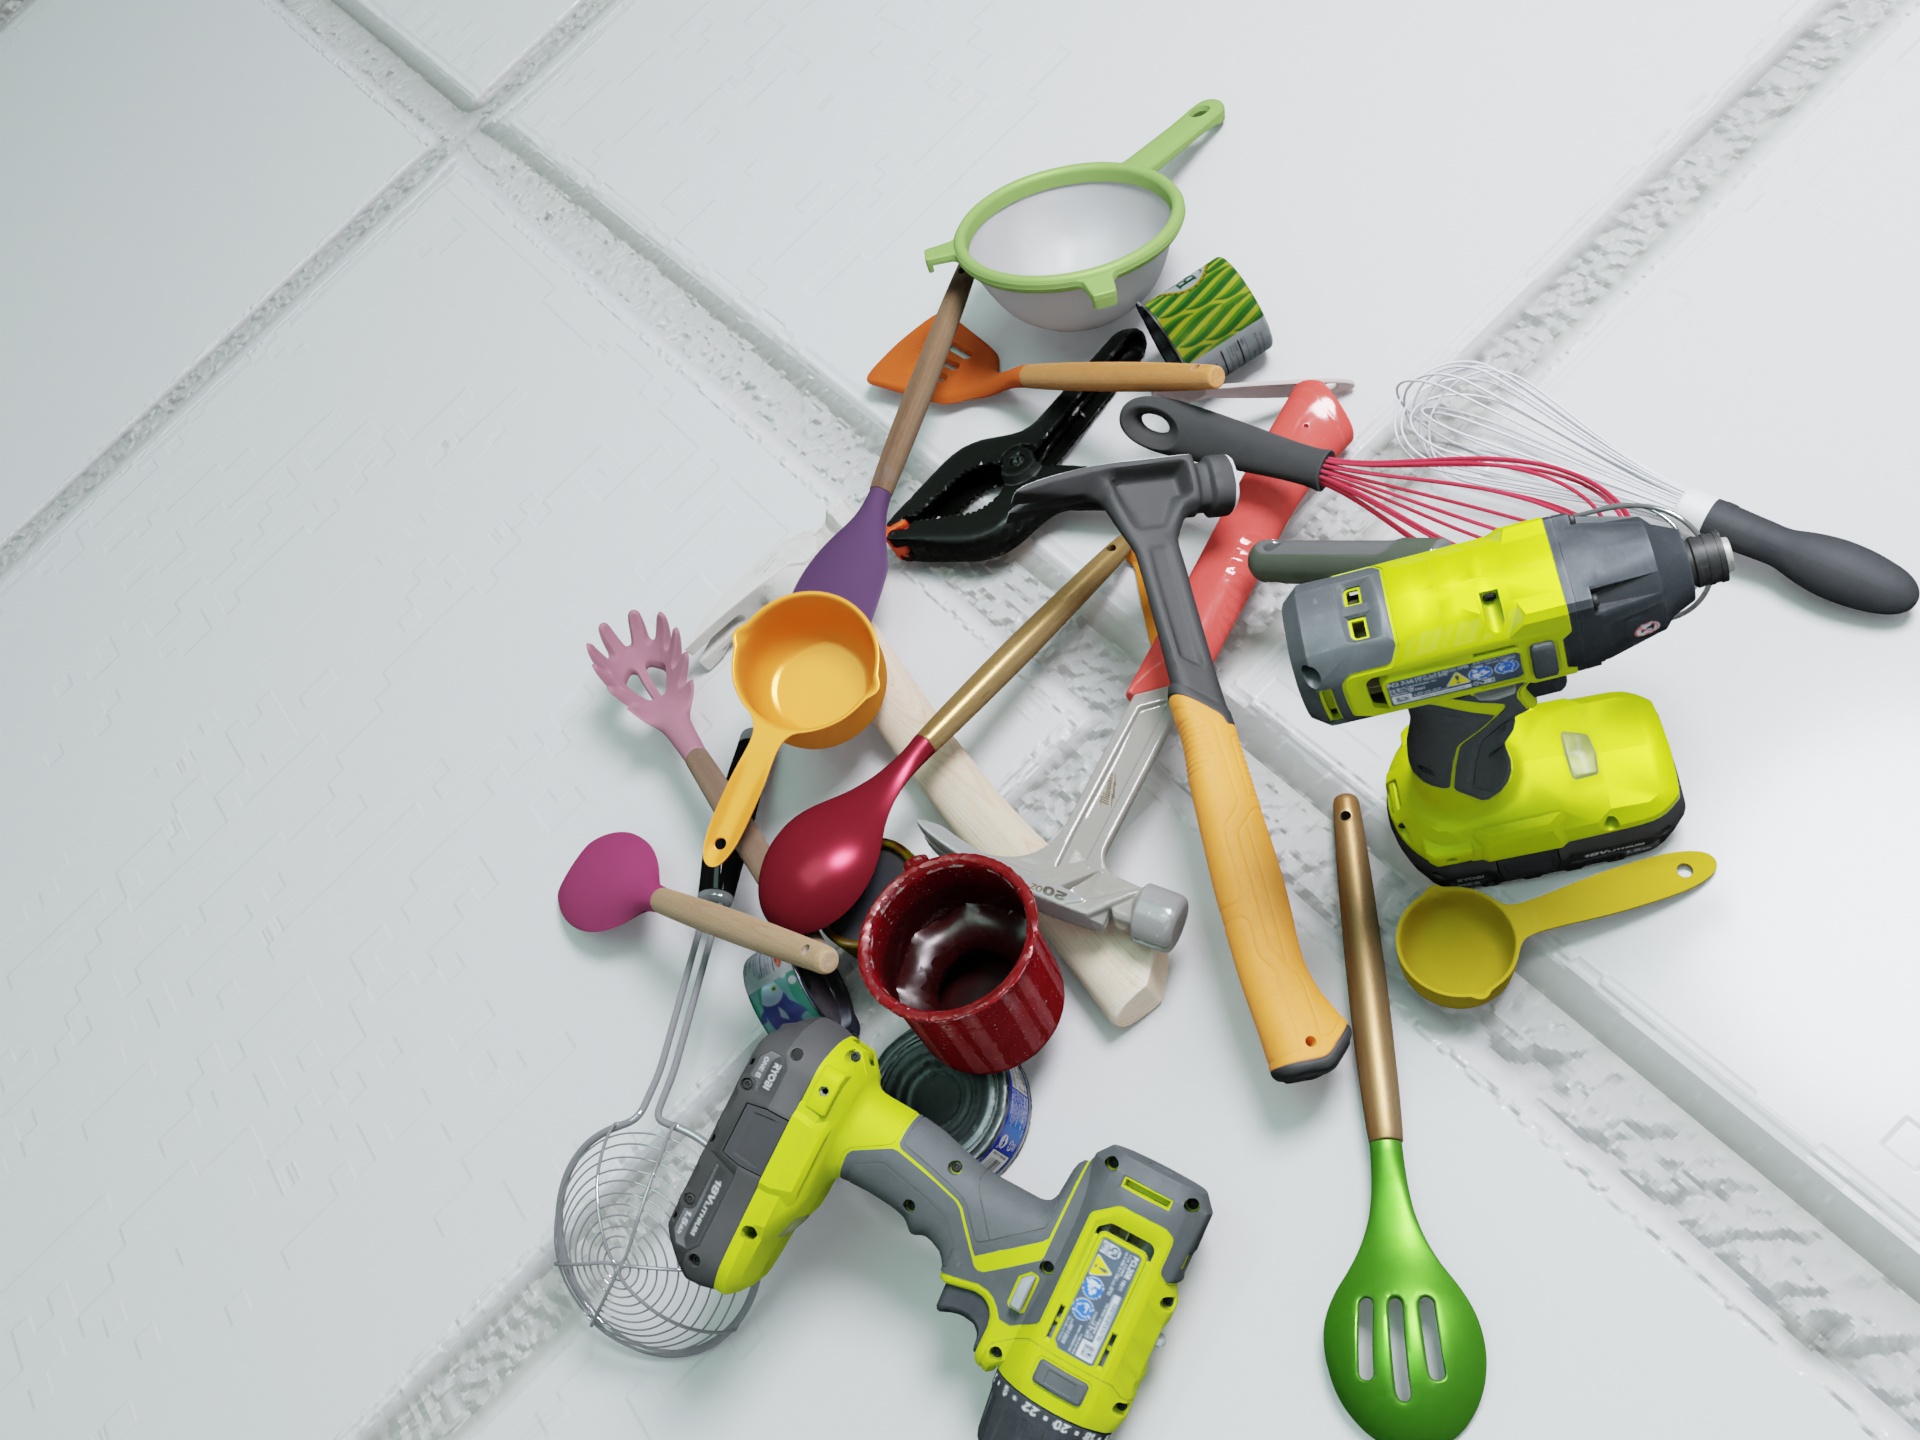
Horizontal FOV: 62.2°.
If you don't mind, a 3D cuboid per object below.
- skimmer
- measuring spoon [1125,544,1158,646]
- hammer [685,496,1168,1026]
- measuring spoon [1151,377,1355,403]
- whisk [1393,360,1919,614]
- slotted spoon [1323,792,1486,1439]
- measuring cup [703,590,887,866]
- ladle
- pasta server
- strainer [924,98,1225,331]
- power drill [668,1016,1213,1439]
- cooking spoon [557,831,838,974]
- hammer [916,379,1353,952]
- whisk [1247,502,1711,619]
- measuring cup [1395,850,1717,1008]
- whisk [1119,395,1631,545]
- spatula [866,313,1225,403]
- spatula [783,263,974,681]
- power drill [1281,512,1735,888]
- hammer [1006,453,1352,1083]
[{"bbox_3d":[-0.145,0.172,0.927,0.127,0.090,0.364,-6,51,20],"label":"skimmer"},{"bbox_3d":[0.117,-0.065,0.942,0.021,0.011,0.117,-21,56,14],"label":"measuring spoon"},{"bbox_3d":[-0.022,0.028,0.943,0.146,0.038,0.411,-41,54,1],"label":"hammer"},{"bbox_3d":[0.176,-0.206,0.961,0.124,0.034,0.018,-2,77,-3],"label":"measuring spoon"},{"bbox_3d":[0.353,-0.122,0.833,0.285,0.070,0.070,31,79,30],"label":"whisk"},{"bbox_3d":[0.198,0.176,0.760,0.070,0.031,0.314,-10,58,20],"label":"slotted spoon"},{"bbox_3d":[-0.103,0.011,0.931,0.095,0.052,0.174,21,77,13],"label":"measuring cup"},{"bbox_3d":[-0.001,-0.003,0.905,0.069,0.031,0.315,30,65,34],"label":"ladle"},{"bbox_3d":[-0.152,0.033,0.959,0.060,0.040,0.317,-25,45,-15],"label":"pasta server"},{"bbox_3d":[0.106,-0.333,1.068,0.152,0.069,0.256,22,54,33],"label":"strainer"},{"bbox_3d":[-0.017,0.263,0.757,0.228,0.080,0.190,25,84,15],"label":"power drill"},{"bbox_3d":[-0.159,0.106,0.908,0.319,0.017,0.069,7,62,53],"label":"cooking spoon"},{"bbox_3d":[0.121,-0.050,0.889,0.149,0.036,0.359,21,67,21],"label":"hammer"},{"bbox_3d":[0.245,-0.078,0.784,0.246,0.059,0.058,7,32,46],"label":"whisk"},{"bbox_3d":[0.287,0.097,0.768,0.156,0.029,0.062,-18,56,2],"label":"measuring cup"},{"bbox_3d":[0.215,-0.129,0.860,0.296,0.073,0.073,22,74,27],"label":"whisk"},{"bbox_3d":[0.051,-0.224,1.004,0.081,0.041,0.323,-45,30,-17],"label":"spatula"},{"bbox_3d":[-0.045,-0.169,1.023,0.060,0.018,0.316,13,71,21],"label":"spatula"},{"bbox_3d":[0.253,-0.008,0.712,0.171,0.223,0.080,-14,58,19],"label":"power drill"},{"bbox_3d":[0.121,0.017,0.808,0.127,0.034,0.337,-9,69,-12],"label":"hammer"}]
